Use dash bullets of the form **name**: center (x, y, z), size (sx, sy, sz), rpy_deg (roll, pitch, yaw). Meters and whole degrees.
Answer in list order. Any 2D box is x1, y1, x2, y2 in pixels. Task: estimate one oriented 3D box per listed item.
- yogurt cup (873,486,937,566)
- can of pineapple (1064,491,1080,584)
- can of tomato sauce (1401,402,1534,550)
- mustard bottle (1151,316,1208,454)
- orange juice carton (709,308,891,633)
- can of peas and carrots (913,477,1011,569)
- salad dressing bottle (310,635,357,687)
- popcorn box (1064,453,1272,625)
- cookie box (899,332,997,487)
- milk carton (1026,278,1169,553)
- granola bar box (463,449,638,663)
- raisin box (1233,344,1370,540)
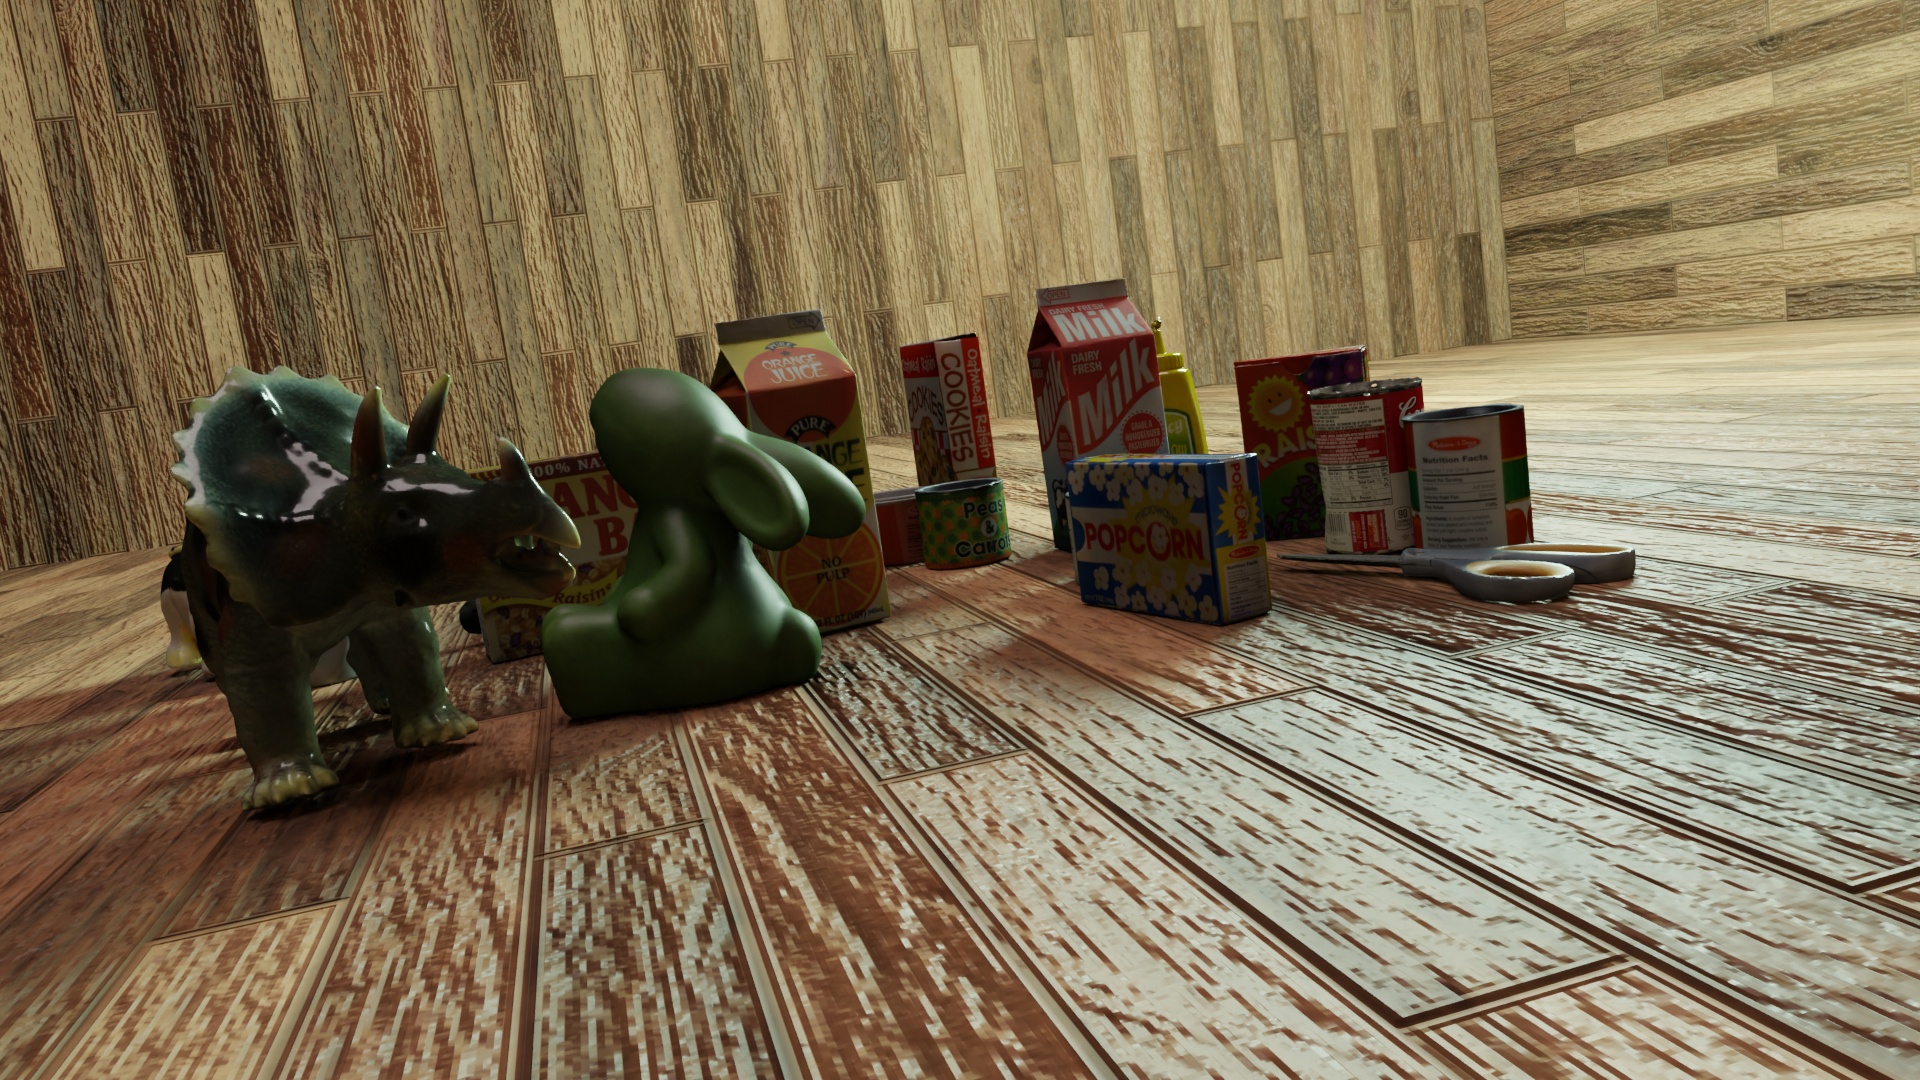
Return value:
- **yogurt cup**: center (-0.045, -0.011, 1.078), size (0.072, 0.054, 0.072), rpy_deg (-8, 8, 1)
- **can of pineapple**: center (0.103, -0.005, 0.875), size (0.071, 0.057, 0.071), rpy_deg (-8, 8, 1)
- **can of tomato sauce**: center (0.293, -0.034, 0.800), size (0.071, 0.083, 0.071), rpy_deg (-8, 8, 1)
- **mustard bottle**: center (0.163, -0.100, 1.119), size (0.065, 0.160, 0.049), rpy_deg (-7, 7, 8)
- **orange juice carton**: center (-0.102, -0.041, 0.844), size (0.072, 0.192, 0.073), rpy_deg (-12, 8, -28)
- **can of peas and carrots**: center (0.004, -0.013, 1.025), size (0.071, 0.058, 0.071), rpy_deg (-8, 8, 1)
- **salad dressing bottle**: center (-0.421, 0.019, 0.895), size (0.064, 0.147, 0.044), rpy_deg (-7, 7, 10)
- **popcorn box**: center (0.112, -0.004, 0.760), size (0.038, 0.085, 0.126), rpy_deg (-12, 9, -29)
- **cookie box**: center (-0.008, -0.084, 1.147), size (0.040, 0.167, 0.123), rpy_deg (-10, 8, -15)
- **milk carton**: center (0.099, -0.089, 0.996), size (0.072, 0.190, 0.073), rpy_deg (-10, 8, -17)
- **granola bar box**: center (-0.240, 0.002, 0.922), size (0.166, 0.124, 0.039), rpy_deg (-12, 8, -26)
- **raisin box**: center (0.235, -0.065, 0.935), size (0.086, 0.123, 0.040), rpy_deg (-5, 8, 22)
